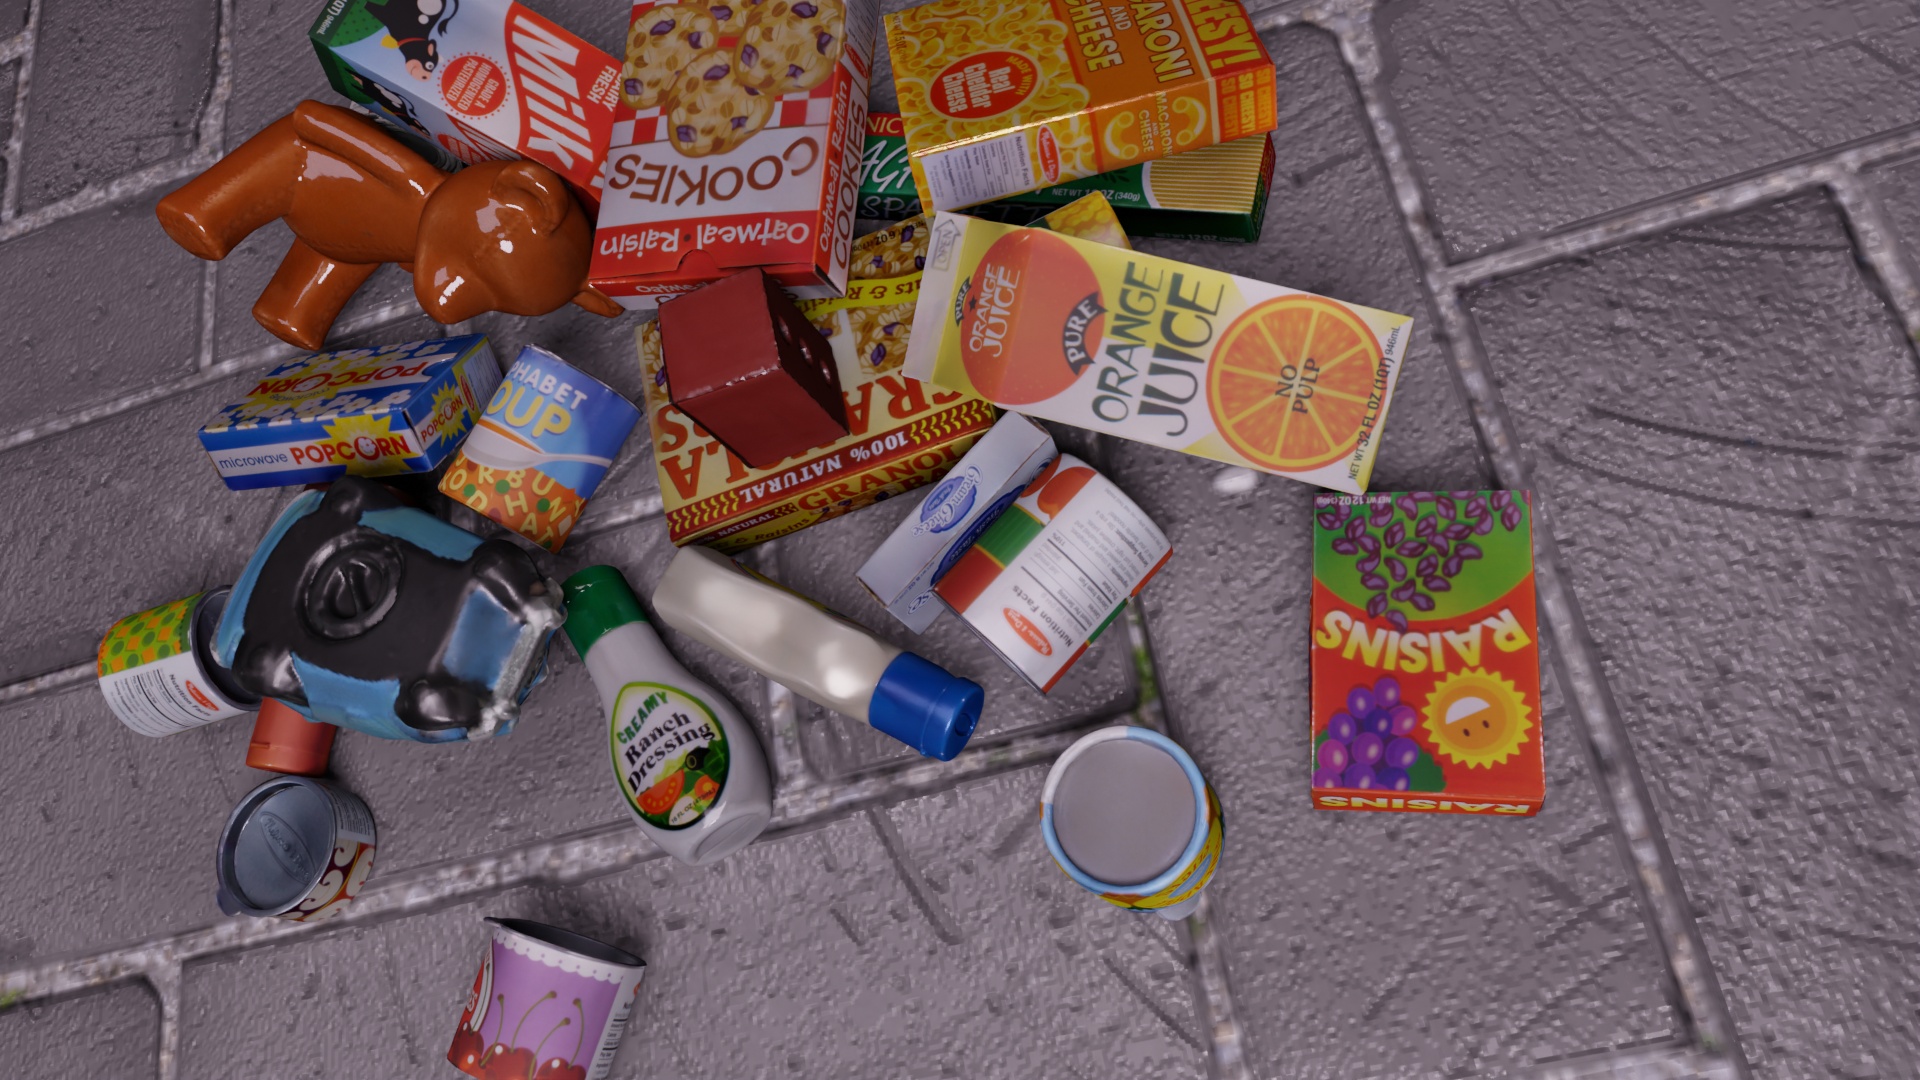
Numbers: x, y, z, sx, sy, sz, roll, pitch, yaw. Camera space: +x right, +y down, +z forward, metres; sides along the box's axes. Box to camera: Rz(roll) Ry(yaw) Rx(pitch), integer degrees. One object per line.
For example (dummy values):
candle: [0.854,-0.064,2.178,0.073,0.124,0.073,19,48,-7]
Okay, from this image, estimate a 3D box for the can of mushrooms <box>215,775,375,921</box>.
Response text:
can of mushrooms: [-0.320,0.150,0.668,0.071,0.033,0.071,-5,69,15]

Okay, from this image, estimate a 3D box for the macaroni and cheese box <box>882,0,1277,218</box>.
macaroni and cheese box: [0.052,-0.224,0.661,0.166,0.040,0.124,-14,50,4]

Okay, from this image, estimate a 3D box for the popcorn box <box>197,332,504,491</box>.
popcorn box: [-0.314,-0.067,0.723,0.126,0.038,0.085,-4,32,16]

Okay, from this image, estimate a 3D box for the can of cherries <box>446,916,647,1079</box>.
can of cherries: [-0.177,0.197,0.587,0.071,0.071,0.058,13,76,21]

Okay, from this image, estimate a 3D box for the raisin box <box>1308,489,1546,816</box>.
raisin box: [0.182,0.044,0.550,0.086,0.040,0.124,0,69,16]

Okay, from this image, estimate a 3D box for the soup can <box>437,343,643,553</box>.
soup can: [-0.209,-0.046,0.686,0.071,0.071,0.084,24,79,24]

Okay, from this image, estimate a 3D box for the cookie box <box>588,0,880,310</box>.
cookie box: [-0.110,-0.199,0.680,0.123,0.040,0.168,0,75,20]

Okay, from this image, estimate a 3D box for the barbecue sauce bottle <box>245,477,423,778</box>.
barbecue sauce bottle: [-0.321,0.044,0.703,0.065,0.043,0.149,2,71,21]

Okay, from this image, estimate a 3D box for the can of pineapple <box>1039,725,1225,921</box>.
can of pineapple: [0.070,0.112,0.548,0.071,0.057,0.071,-6,69,15]

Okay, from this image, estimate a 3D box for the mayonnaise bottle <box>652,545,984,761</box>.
mayonnaise bottle: [-0.061,0.050,0.612,0.148,0.064,0.041,24,82,20]

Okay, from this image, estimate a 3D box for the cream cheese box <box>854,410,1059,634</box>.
cream cheese box: [0.002,-0.008,0.617,0.024,0.053,0.104,42,87,21]

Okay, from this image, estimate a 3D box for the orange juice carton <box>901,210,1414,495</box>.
orange juice carton: [0.076,-0.079,0.568,0.193,0.073,0.071,14,99,2]

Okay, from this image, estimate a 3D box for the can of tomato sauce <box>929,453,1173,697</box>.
can of tomato sauce: [0.038,0.014,0.592,0.071,0.071,0.083,41,86,26]

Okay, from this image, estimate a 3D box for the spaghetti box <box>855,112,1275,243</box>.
spaghetti box: [0.026,-0.182,0.689,0.250,0.028,0.050,8,72,20]

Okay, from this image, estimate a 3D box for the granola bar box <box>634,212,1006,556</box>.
granola bar box: [-0.069,-0.074,0.671,0.165,0.039,0.124,-20,66,10]

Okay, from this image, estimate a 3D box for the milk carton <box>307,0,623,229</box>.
milk carton: [-0.233,-0.232,0.738,0.190,0.073,0.072,27,79,-11]

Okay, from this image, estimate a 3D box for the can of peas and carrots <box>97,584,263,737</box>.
can of peas and carrots: [-0.387,0.060,0.706,0.058,0.071,0.071,-16,66,12]

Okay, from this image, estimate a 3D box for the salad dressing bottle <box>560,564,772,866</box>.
salad dressing bottle: [-0.140,0.076,0.634,0.064,0.044,0.148,-38,64,2]

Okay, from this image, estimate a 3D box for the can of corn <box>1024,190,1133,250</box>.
can of corn: [0.052,-0.116,0.635,0.058,0.071,0.071,-25,65,7]
